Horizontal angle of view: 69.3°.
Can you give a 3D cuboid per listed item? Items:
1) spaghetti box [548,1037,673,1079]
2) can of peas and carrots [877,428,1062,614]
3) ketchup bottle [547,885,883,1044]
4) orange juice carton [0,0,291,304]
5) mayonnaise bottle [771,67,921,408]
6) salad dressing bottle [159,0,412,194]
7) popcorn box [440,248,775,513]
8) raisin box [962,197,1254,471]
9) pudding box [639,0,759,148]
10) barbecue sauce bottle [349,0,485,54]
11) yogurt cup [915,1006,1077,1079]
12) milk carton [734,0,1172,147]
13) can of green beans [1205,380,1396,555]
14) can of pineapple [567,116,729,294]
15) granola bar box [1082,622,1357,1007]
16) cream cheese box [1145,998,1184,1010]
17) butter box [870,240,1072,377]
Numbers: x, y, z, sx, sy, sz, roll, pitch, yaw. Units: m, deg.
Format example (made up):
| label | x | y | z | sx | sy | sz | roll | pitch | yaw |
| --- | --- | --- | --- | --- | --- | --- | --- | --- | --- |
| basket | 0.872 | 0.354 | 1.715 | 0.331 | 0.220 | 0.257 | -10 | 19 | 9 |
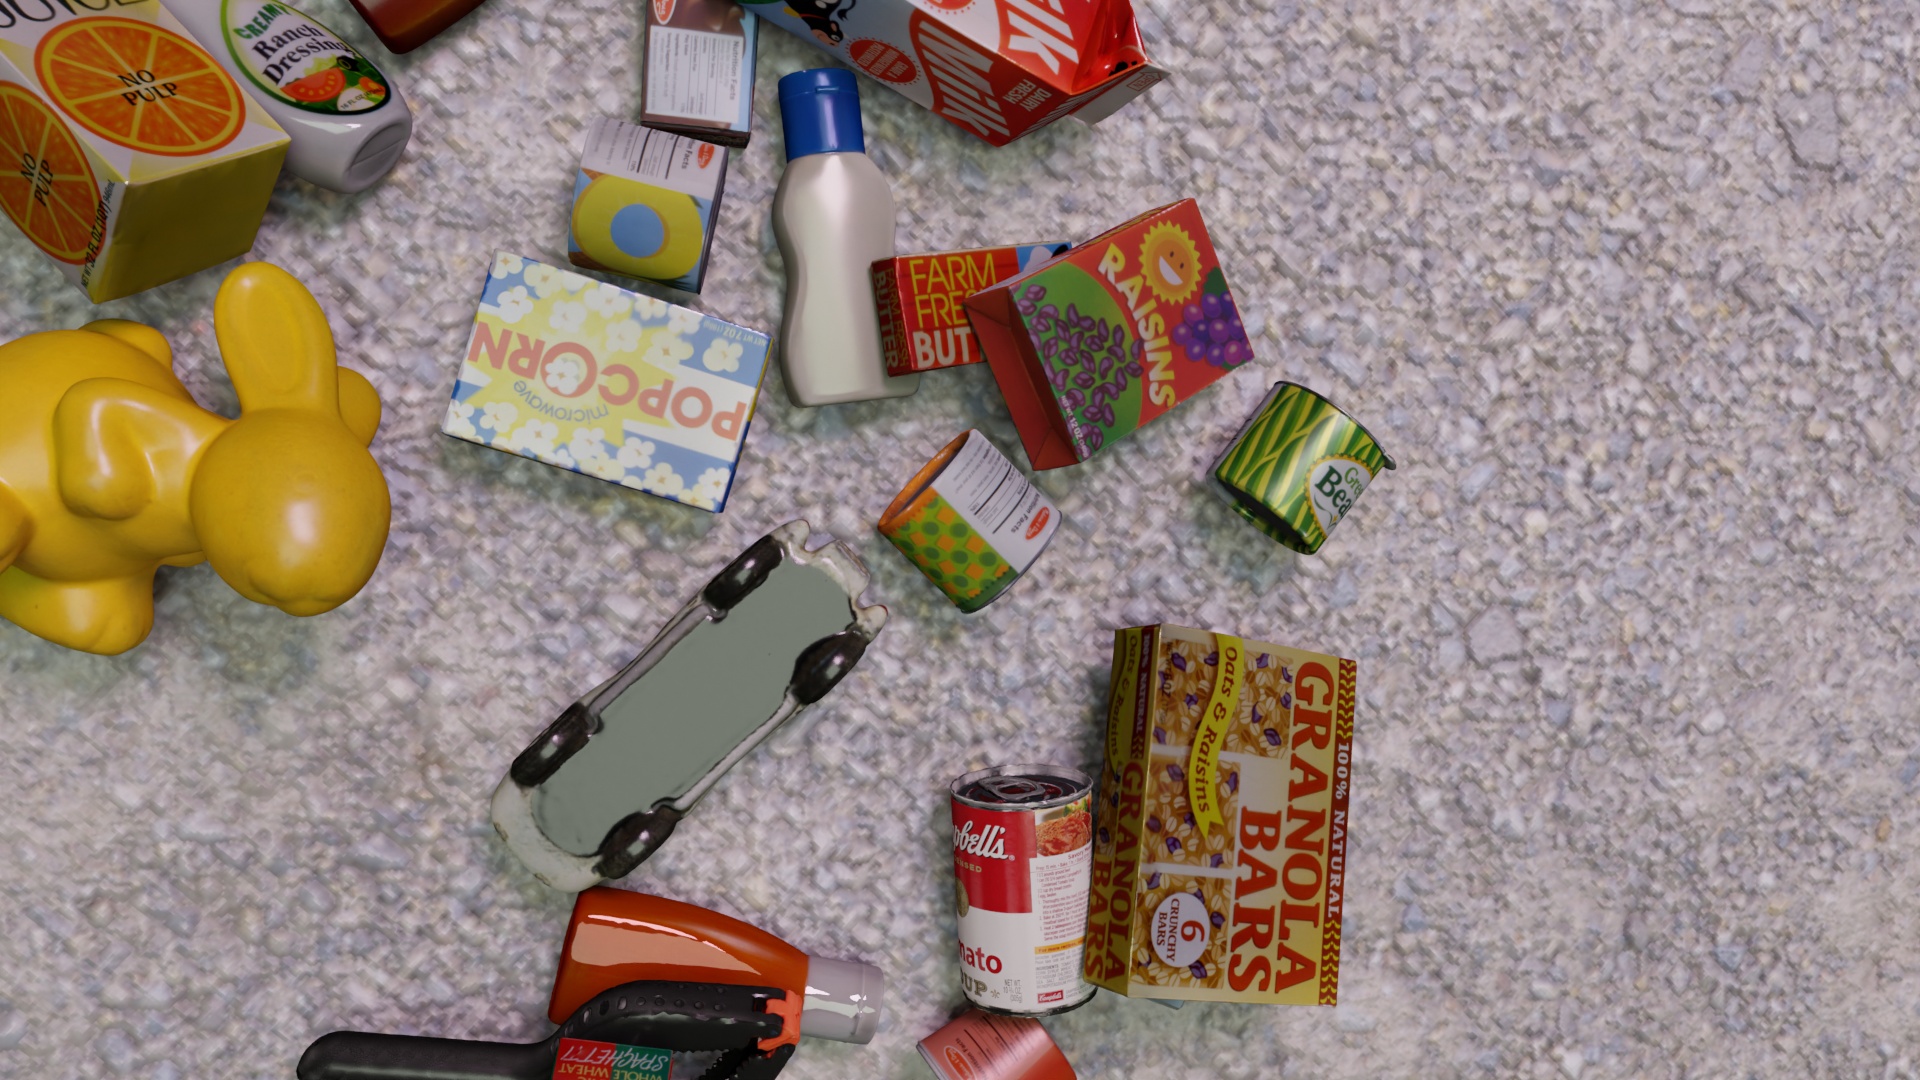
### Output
| label | x | y | z | sx | sy | sz | roll | pitch | yaw |
| --- | --- | --- | --- | --- | --- | --- | --- | --- | --- |
| spaghetti box | -0.176 | 0.323 | 0.612 | 0.050 | 0.029 | 0.249 | 13 | 112 | -12 |
| can of peas and carrots | 0.002 | -0.008 | 0.645 | 0.058 | 0.071 | 0.071 | 44 | 86 | -11 |
| ketchup bottle | -0.112 | 0.206 | 0.649 | 0.149 | 0.043 | 0.064 | 14 | 101 | -12 |
| orange juice carton | -0.362 | -0.192 | 0.535 | 0.192 | 0.073 | 0.071 | 46 | 130 | -2 |
| mayonnaise bottle | -0.057 | -0.137 | 0.635 | 0.065 | 0.041 | 0.148 | -8 | 95 | -17 |
| salad dressing bottle | -0.301 | -0.208 | 0.577 | 0.147 | 0.043 | 0.064 | 39 | 44 | -5 |
| popcorn box | -0.156 | -0.070 | 0.622 | 0.127 | 0.038 | 0.085 | 17 | 92 | -12 |
| raisin box | 0.071 | -0.096 | 0.640 | 0.124 | 0.040 | 0.086 | -31 | 103 | -31 |
| pudding box | -0.116 | -0.222 | 0.622 | 0.050 | 0.030 | 0.083 | 3 | 94 | -10 |
| barbecue sauce bottle | -0.202 | -0.276 | 0.595 | 0.149 | 0.043 | 0.065 | -38 | 100 | -6 |
| yogurt cup | 0.019 | 0.254 | 0.668 | 0.054 | 0.072 | 0.072 | -36 | 100 | -14 |
| milk carton | -0.003 | -0.238 | 0.607 | 0.190 | 0.072 | 0.073 | 24 | 77 | -22 |
| can of green beans | 0.161 | -0.034 | 0.671 | 0.071 | 0.071 | 0.058 | 39 | 87 | -11 |
| can of pineapple | -0.136 | -0.144 | 0.607 | 0.058 | 0.071 | 0.071 | 12 | 92 | -11 |
| granola bar box | 0.125 | 0.130 | 0.658 | 0.124 | 0.039 | 0.166 | 12 | 78 | -27 |
| cream cheese box | 0.105 | 0.178 | 0.698 | 0.053 | 0.024 | 0.104 | 24 | 90 | -11 |
| butter box | 0.009 | -0.107 | 0.638 | 0.104 | 0.024 | 0.053 | -14 | 98 | -35 |
